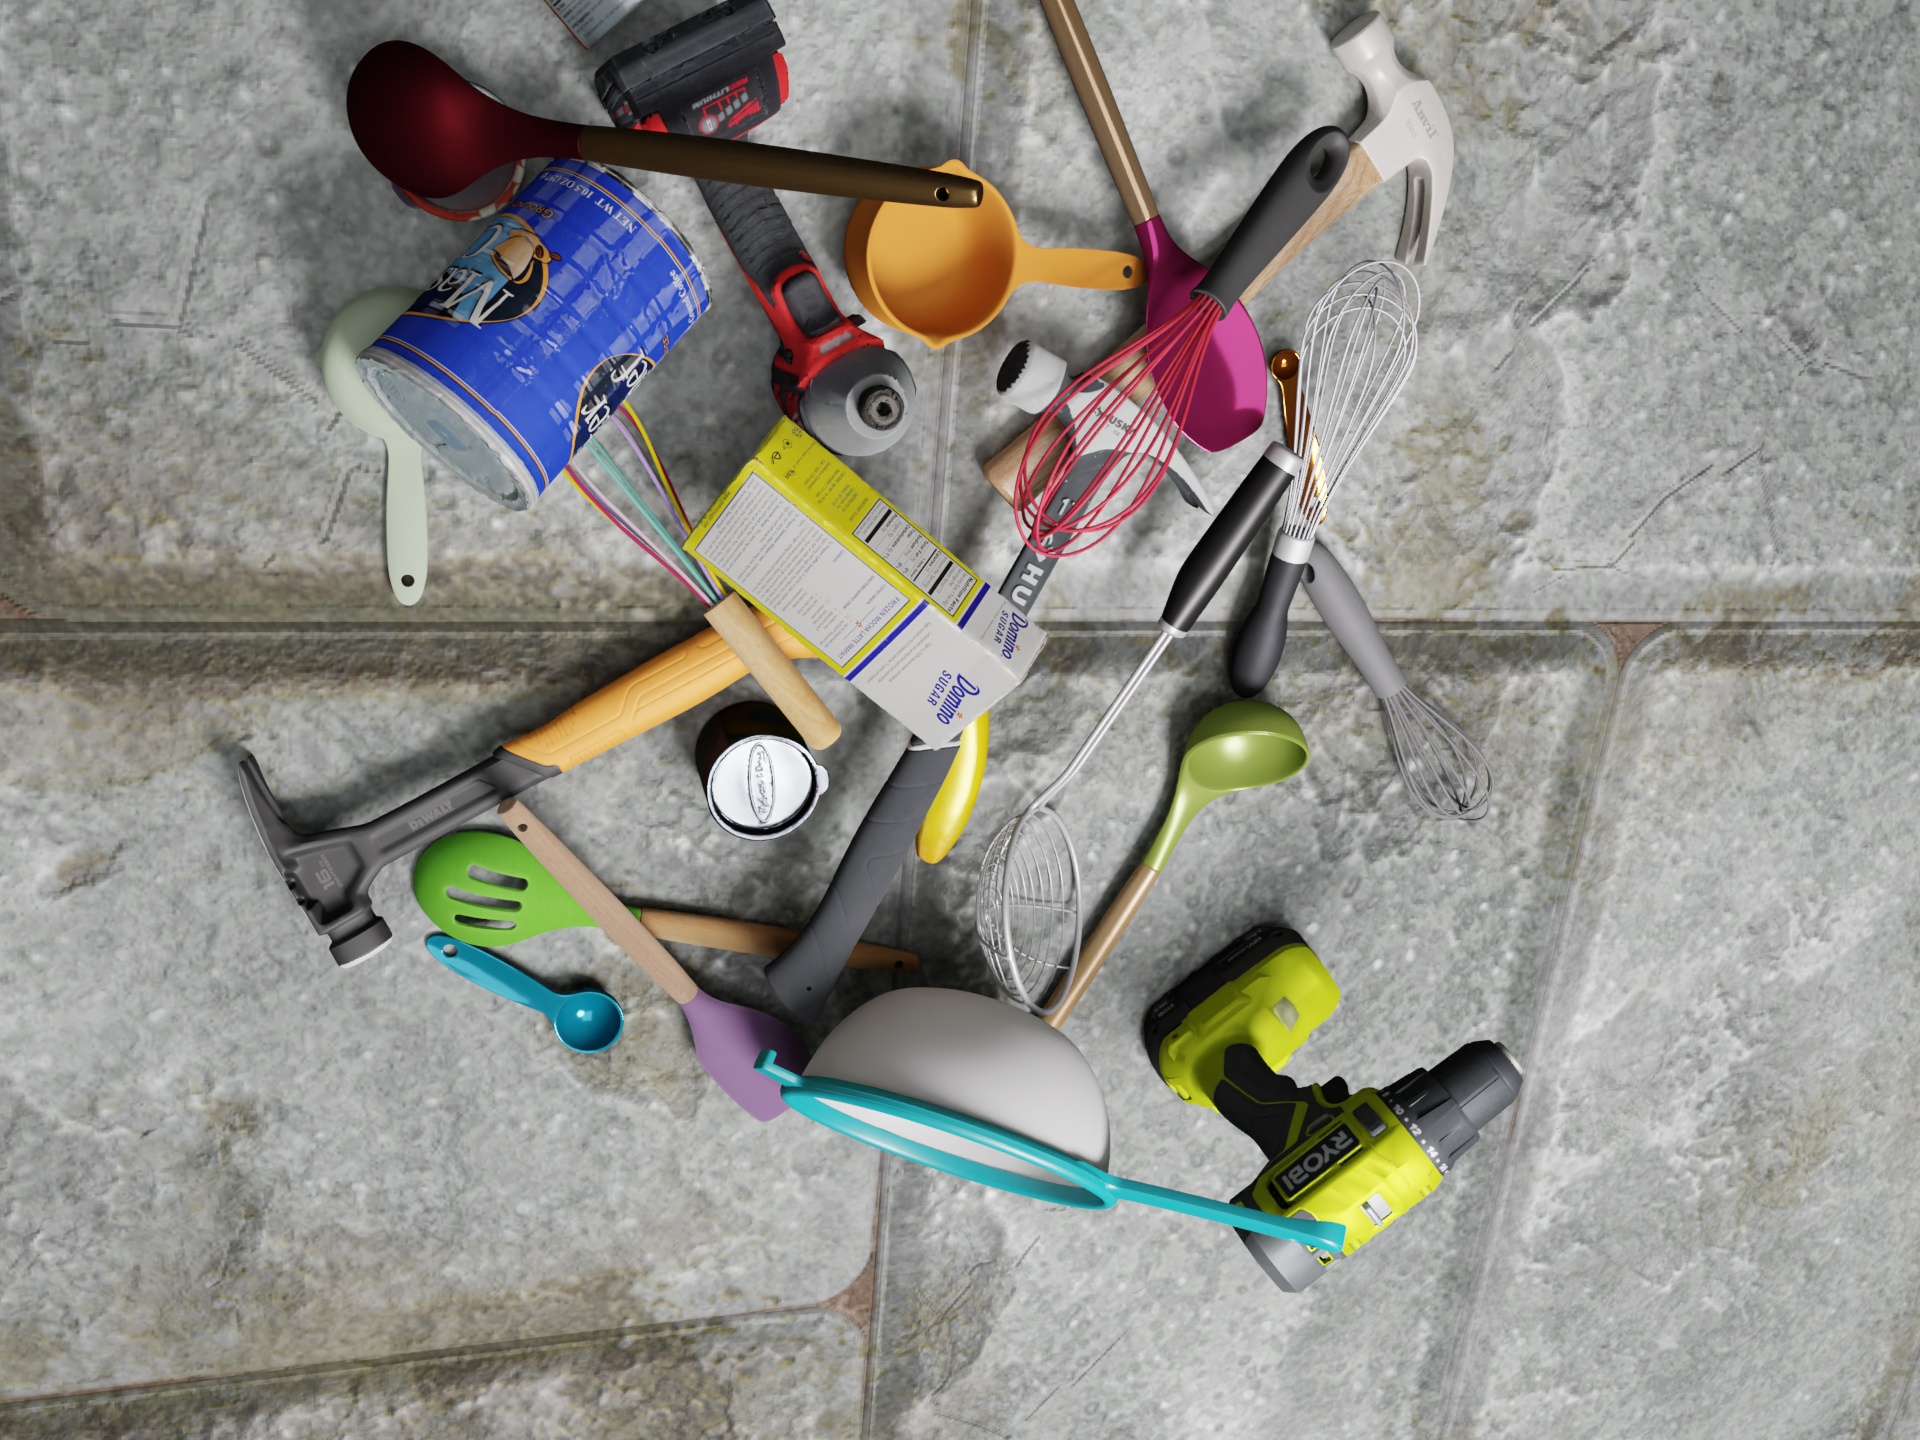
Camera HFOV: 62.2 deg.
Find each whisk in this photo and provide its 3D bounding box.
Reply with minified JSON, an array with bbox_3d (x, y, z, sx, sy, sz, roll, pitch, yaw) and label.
[{"bbox_3d":[0.279,-0.023,1.029,0.055,0.055,0.238,-38,112,0],"label":"whisk"},{"bbox_3d":[-0.142,-0.083,0.861,0.047,0.051,0.245,-40,105,-12],"label":"whisk"},{"bbox_3d":[0.121,-0.206,0.844,0.073,0.073,0.296,42,78,-26],"label":"whisk"},{"bbox_3d":[0.207,-0.133,0.941,0.070,0.070,0.284,1,124,-17],"label":"whisk"}]

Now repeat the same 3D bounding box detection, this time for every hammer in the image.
[{"bbox_3d":[0.147,-0.240,0.913,0.331,0.031,0.130,-42,115,3],"label":"hammer"},{"bbox_3d":[-0.224,0.004,0.890,0.337,0.034,0.127,-28,101,-8],"label":"hammer"},{"bbox_3d":[-0.001,-0.003,0.918,0.149,0.036,0.409,24,100,-26],"label":"hammer"}]

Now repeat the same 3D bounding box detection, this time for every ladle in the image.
[{"bbox_3d":[-0.141,-0.251,0.702,0.315,0.031,0.069,12,124,14],"label":"ladle"},{"bbox_3d":[0.116,0.122,1.032,0.078,0.062,0.320,22,106,-34],"label":"ladle"}]

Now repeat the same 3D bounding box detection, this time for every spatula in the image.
[{"bbox_3d":[-0.175,0.148,0.949,0.060,0.018,0.315,-35,128,-2],"label":"spatula"}]

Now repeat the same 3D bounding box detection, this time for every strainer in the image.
[{"bbox_3d":[0.062,0.227,0.940,0.210,0.340,0.095,57,46,-58],"label":"strainer"}]

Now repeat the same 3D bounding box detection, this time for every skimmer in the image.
[{"bbox_3d":[0.115,0.011,0.943,0.090,0.127,0.363,38,109,17],"label":"skimmer"}]

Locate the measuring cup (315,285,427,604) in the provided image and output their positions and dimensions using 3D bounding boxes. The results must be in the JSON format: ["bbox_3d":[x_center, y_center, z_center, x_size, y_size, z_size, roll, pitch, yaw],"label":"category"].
[{"bbox_3d":[-0.288,-0.137,0.821,0.083,0.038,0.167,-1,109,-16],"label":"measuring cup"}]

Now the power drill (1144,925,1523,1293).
[{"bbox_3d":[0.227,0.227,1.007,0.190,0.229,0.080,-38,116,1],"label":"power drill"}]

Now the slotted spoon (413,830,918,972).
[{"bbox_3d":[-0.170,0.124,0.966,0.313,0.031,0.070,13,103,-22],"label":"slotted spoon"}]

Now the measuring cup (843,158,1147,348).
[{"bbox_3d":[0.019,-0.251,0.864,0.173,0.052,0.095,-4,111,-28],"label":"measuring cup"}]

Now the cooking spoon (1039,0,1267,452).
[{"bbox_3d":[0.090,-0.295,0.858,0.069,0.017,0.318,-29,108,-10],"label":"cooking spoon"}]

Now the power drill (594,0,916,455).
[{"bbox_3d":[-0.090,-0.233,0.786,0.078,0.143,0.219,-30,114,-7],"label":"power drill"}]

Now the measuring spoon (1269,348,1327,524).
[{"bbox_3d":[0.206,-0.172,0.970,0.021,0.011,0.116,-24,119,-8],"label":"measuring spoon"}]

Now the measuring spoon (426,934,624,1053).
[{"bbox_3d":[-0.262,0.159,0.961,0.128,0.021,0.042,31,100,-15],"label":"measuring spoon"}]
